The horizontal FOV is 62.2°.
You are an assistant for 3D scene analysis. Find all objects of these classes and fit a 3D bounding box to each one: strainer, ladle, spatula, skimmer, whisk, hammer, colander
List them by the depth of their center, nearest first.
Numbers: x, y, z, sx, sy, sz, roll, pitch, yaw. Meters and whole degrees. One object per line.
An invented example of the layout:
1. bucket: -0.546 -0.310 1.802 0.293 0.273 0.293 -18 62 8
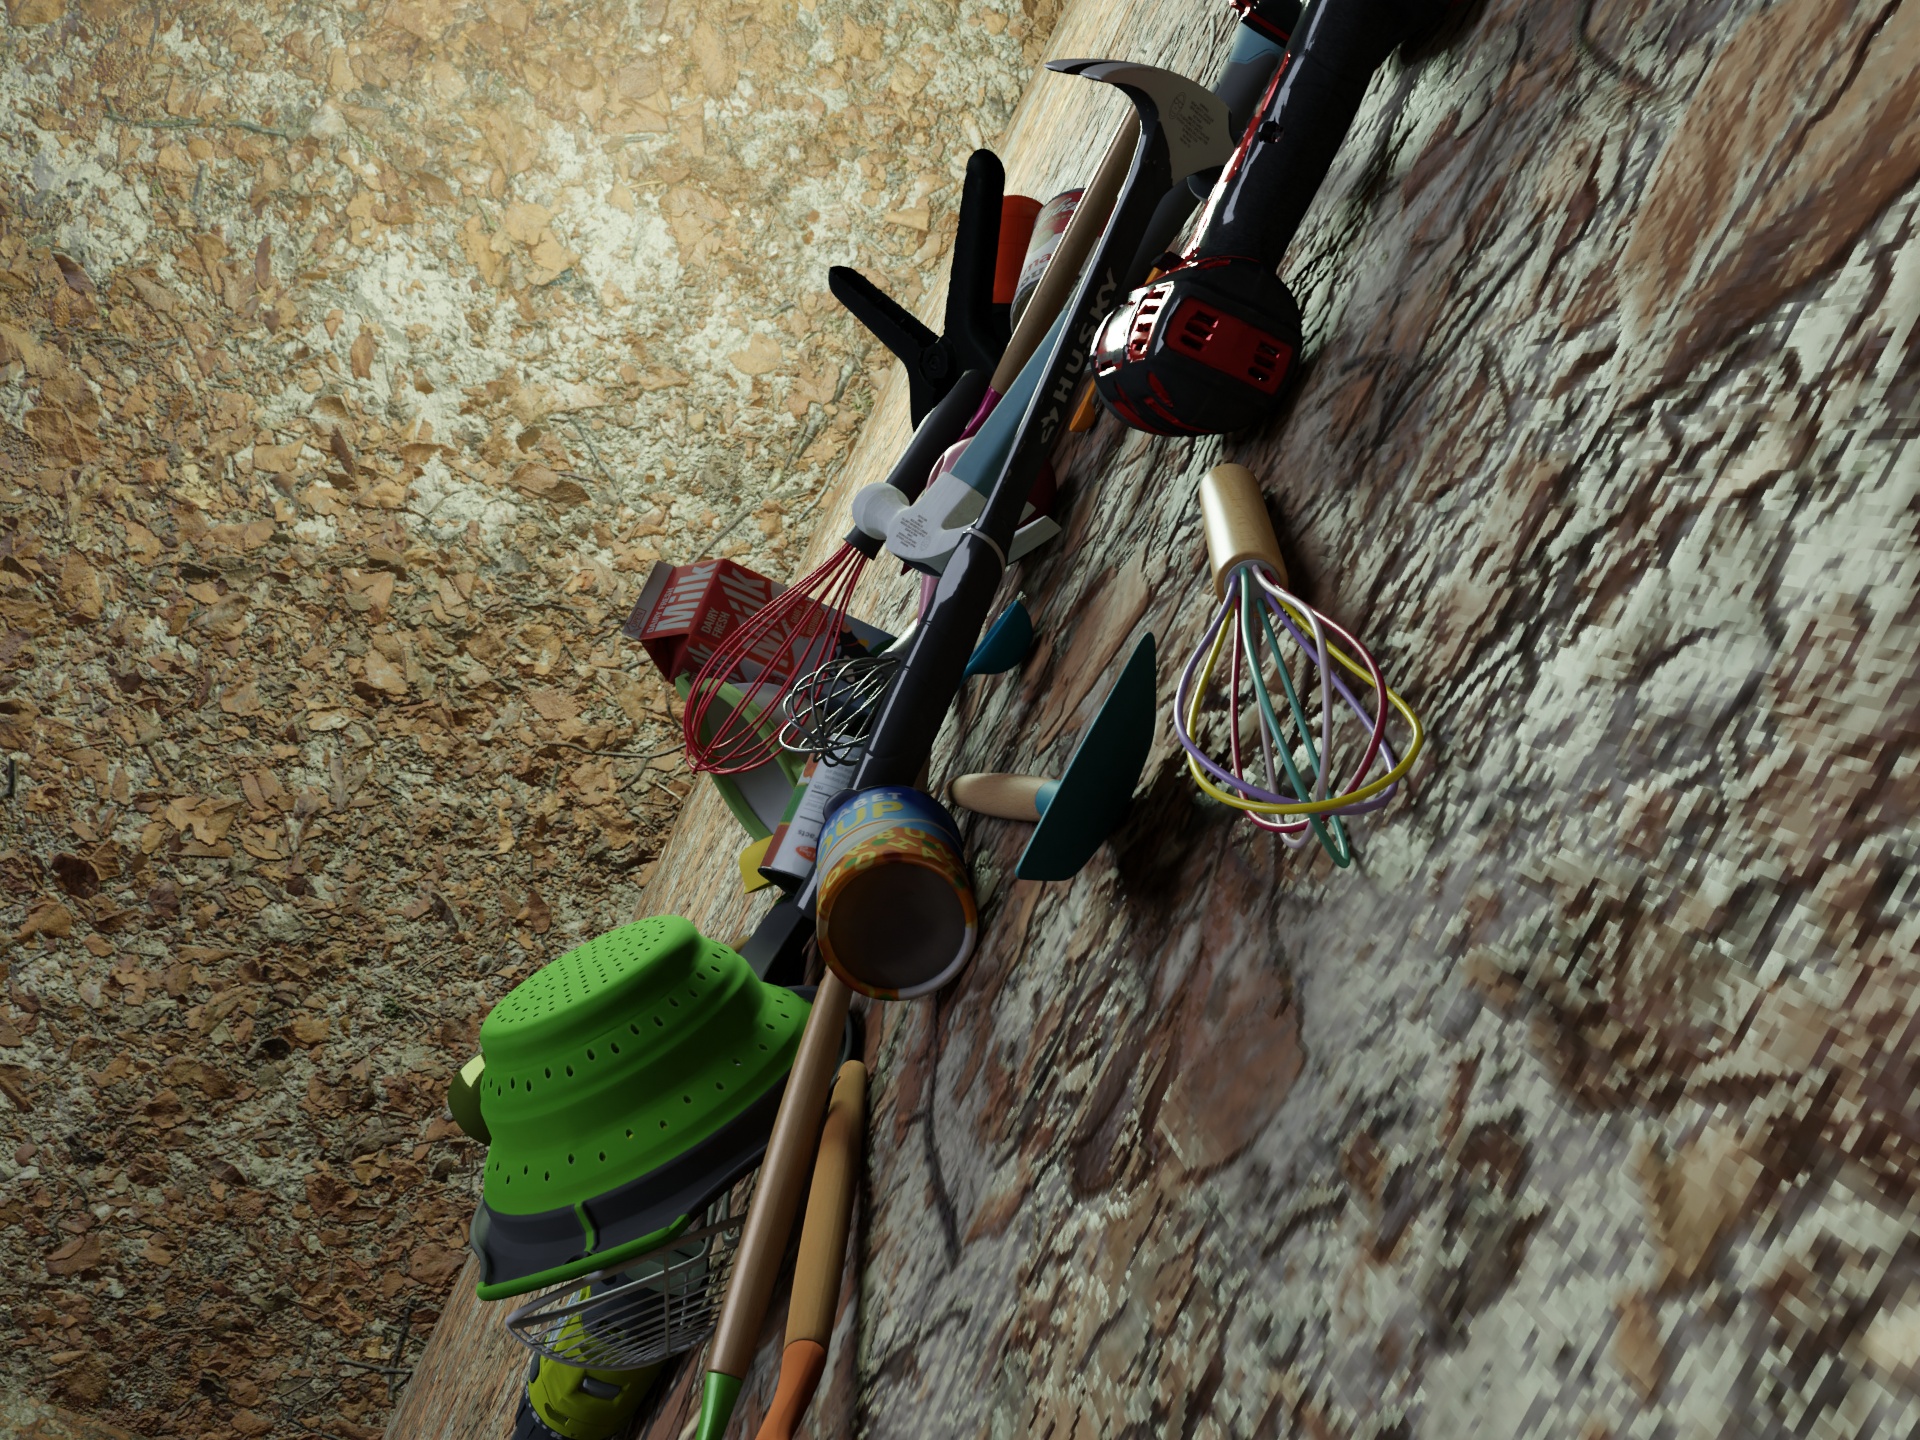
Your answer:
1. whisk: 0.088 -0.030 0.449 0.047 0.051 0.245 -38 16 19
2. spatula: -0.044 0.213 0.564 0.081 0.041 0.323 -62 7 17
3. spatula: 0.021 0.023 0.613 0.082 0.044 0.317 -61 9 -7
4. hammer: 0.017 -0.094 0.714 0.036 0.149 0.409 29 98 34
5. hammer: 0.069 -0.214 0.806 0.331 0.033 0.128 -55 39 5
6. colander: -0.144 0.133 0.832 0.204 0.094 0.397 -22 12 16
7. skimmer: -0.135 0.196 0.842 0.127 0.090 0.363 -30 20 16
8. whisk: -0.040 -0.027 0.888 0.055 0.055 0.239 -60 -5 25
9. whisk: -0.072 -0.086 0.949 0.296 0.073 0.073 -54 11 2
10. ladle: 0.006 -0.095 0.991 0.315 0.031 0.069 144 145 -71
11. strainer: -0.089 0.027 1.037 0.069 0.151 0.256 -33 18 -27
12. ladle: -0.229 0.201 1.089 0.078 0.062 0.320 -57 -10 22

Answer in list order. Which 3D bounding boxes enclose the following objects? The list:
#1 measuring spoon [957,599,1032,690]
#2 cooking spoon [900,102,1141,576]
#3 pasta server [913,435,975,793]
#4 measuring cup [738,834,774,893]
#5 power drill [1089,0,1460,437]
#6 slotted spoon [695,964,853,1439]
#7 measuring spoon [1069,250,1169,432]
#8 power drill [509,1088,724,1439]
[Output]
1. measuring spoon: -0.001 -0.002 0.782 0.128 0.021 0.042 -55 5 -10
2. cooking spoon: 0.034 -0.207 0.895 0.318 0.017 0.069 -61 -5 34
3. pasta server: -0.012 -0.022 0.827 0.060 0.040 0.316 123 157 -59
4. measuring cup: -0.123 0.093 1.043 0.156 0.062 0.029 146 104 -74
5. power drill: 0.116 -0.215 0.619 0.143 0.078 0.219 -136 69 -79
6. slotted spoon: -0.087 0.235 0.636 0.070 0.031 0.314 122 165 -59
7. measuring spoon: 0.092 -0.212 0.892 0.117 0.011 0.021 -62 9 -4
8. power drill: -0.198 0.311 0.926 0.190 0.080 0.229 -60 15 25
